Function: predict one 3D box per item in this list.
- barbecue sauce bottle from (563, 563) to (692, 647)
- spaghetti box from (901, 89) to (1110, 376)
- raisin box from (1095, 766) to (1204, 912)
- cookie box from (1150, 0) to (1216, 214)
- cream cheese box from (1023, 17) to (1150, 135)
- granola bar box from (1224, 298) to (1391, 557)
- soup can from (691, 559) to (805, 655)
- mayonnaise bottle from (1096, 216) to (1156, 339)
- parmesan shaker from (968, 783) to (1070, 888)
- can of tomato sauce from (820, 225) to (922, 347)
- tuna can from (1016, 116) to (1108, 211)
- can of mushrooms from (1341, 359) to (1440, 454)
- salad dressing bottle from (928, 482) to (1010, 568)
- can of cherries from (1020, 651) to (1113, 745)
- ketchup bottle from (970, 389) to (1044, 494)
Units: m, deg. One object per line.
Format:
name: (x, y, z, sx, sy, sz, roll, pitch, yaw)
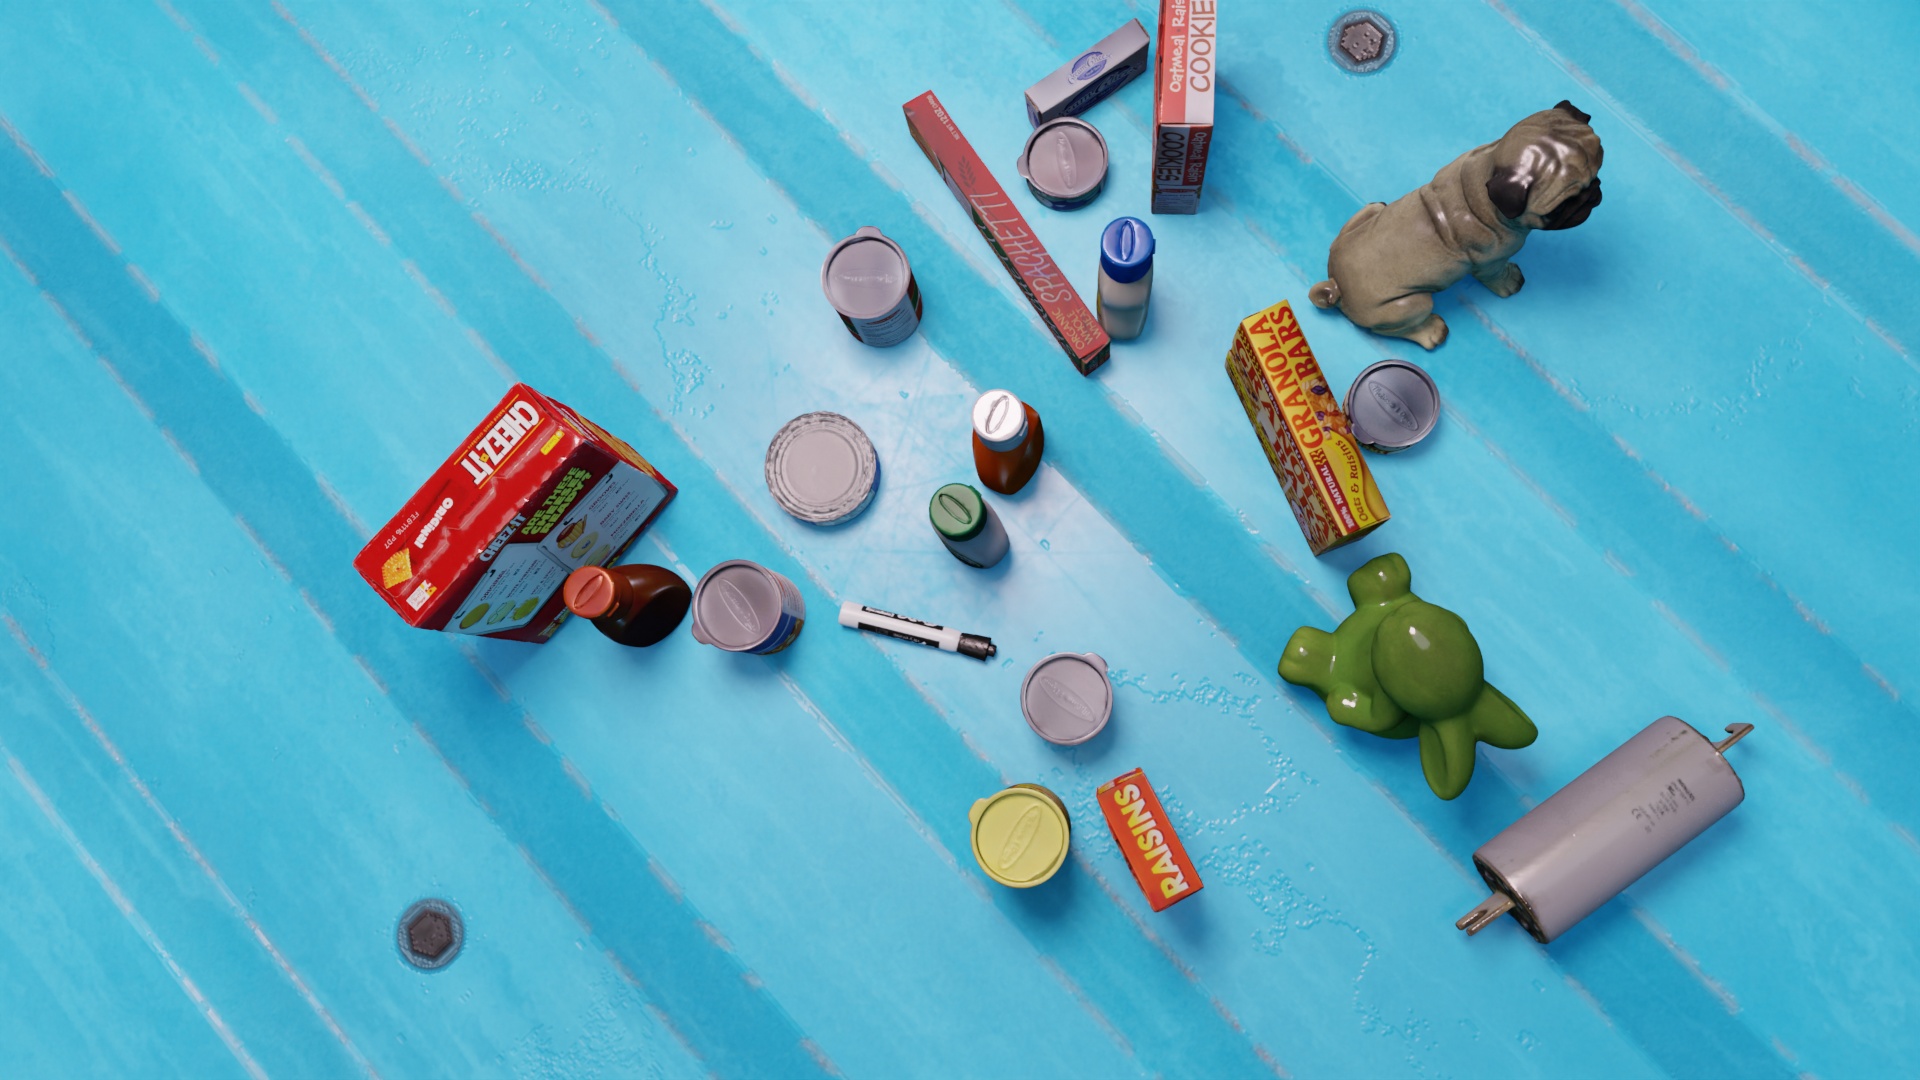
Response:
barbecue sauce bottle: (-0.243, 0.044, 1.007, 0.044, 0.148, 0.065, 40, 88, 9)
spaghetti box: (0.036, -0.236, 1.070, 0.029, 0.050, 0.250, -34, 80, 0)
raisin box: (0.128, 0.204, 0.962, 0.040, 0.123, 0.086, -27, 81, 2)
cookie box: (0.160, -0.326, 1.012, 0.040, 0.167, 0.123, 2, 83, 6)
cream cheese box: (0.099, -0.358, 1.080, 0.104, 0.053, 0.024, -34, 81, 0)
granola bar box: (0.243, -0.075, 0.990, 0.039, 0.124, 0.165, -23, 81, 2)
soup can: (-0.158, 0.053, 1.031, 0.071, 0.083, 0.071, -1, 82, 5)
mayonnaise bottle: (0.119, -0.193, 1.007, 0.041, 0.148, 0.065, 3, 83, 6)
parmesan shaker: (0.042, 0.204, 0.981, 0.071, 0.103, 0.071, -1, 82, 5)
can of tomato sauce: (-0.066, -0.191, 1.057, 0.071, 0.083, 0.071, -1, 82, 5)
tuna can: (0.080, -0.292, 1.083, 0.071, 0.033, 0.071, -1, 82, 5)
can of mushrooms: (0.317, -0.097, 1.032, 0.071, 0.033, 0.071, -1, 82, 5)
salad dressing bottle: (0.004, -0.012, 0.992, 0.064, 0.147, 0.044, 43, 88, 9)
can of cherries: (0.080, 0.114, 1.013, 0.071, 0.058, 0.071, -1, 82, 5)
ketchup bottle: (0.033, -0.074, 0.998, 0.043, 0.148, 0.065, 24, 86, 8)
